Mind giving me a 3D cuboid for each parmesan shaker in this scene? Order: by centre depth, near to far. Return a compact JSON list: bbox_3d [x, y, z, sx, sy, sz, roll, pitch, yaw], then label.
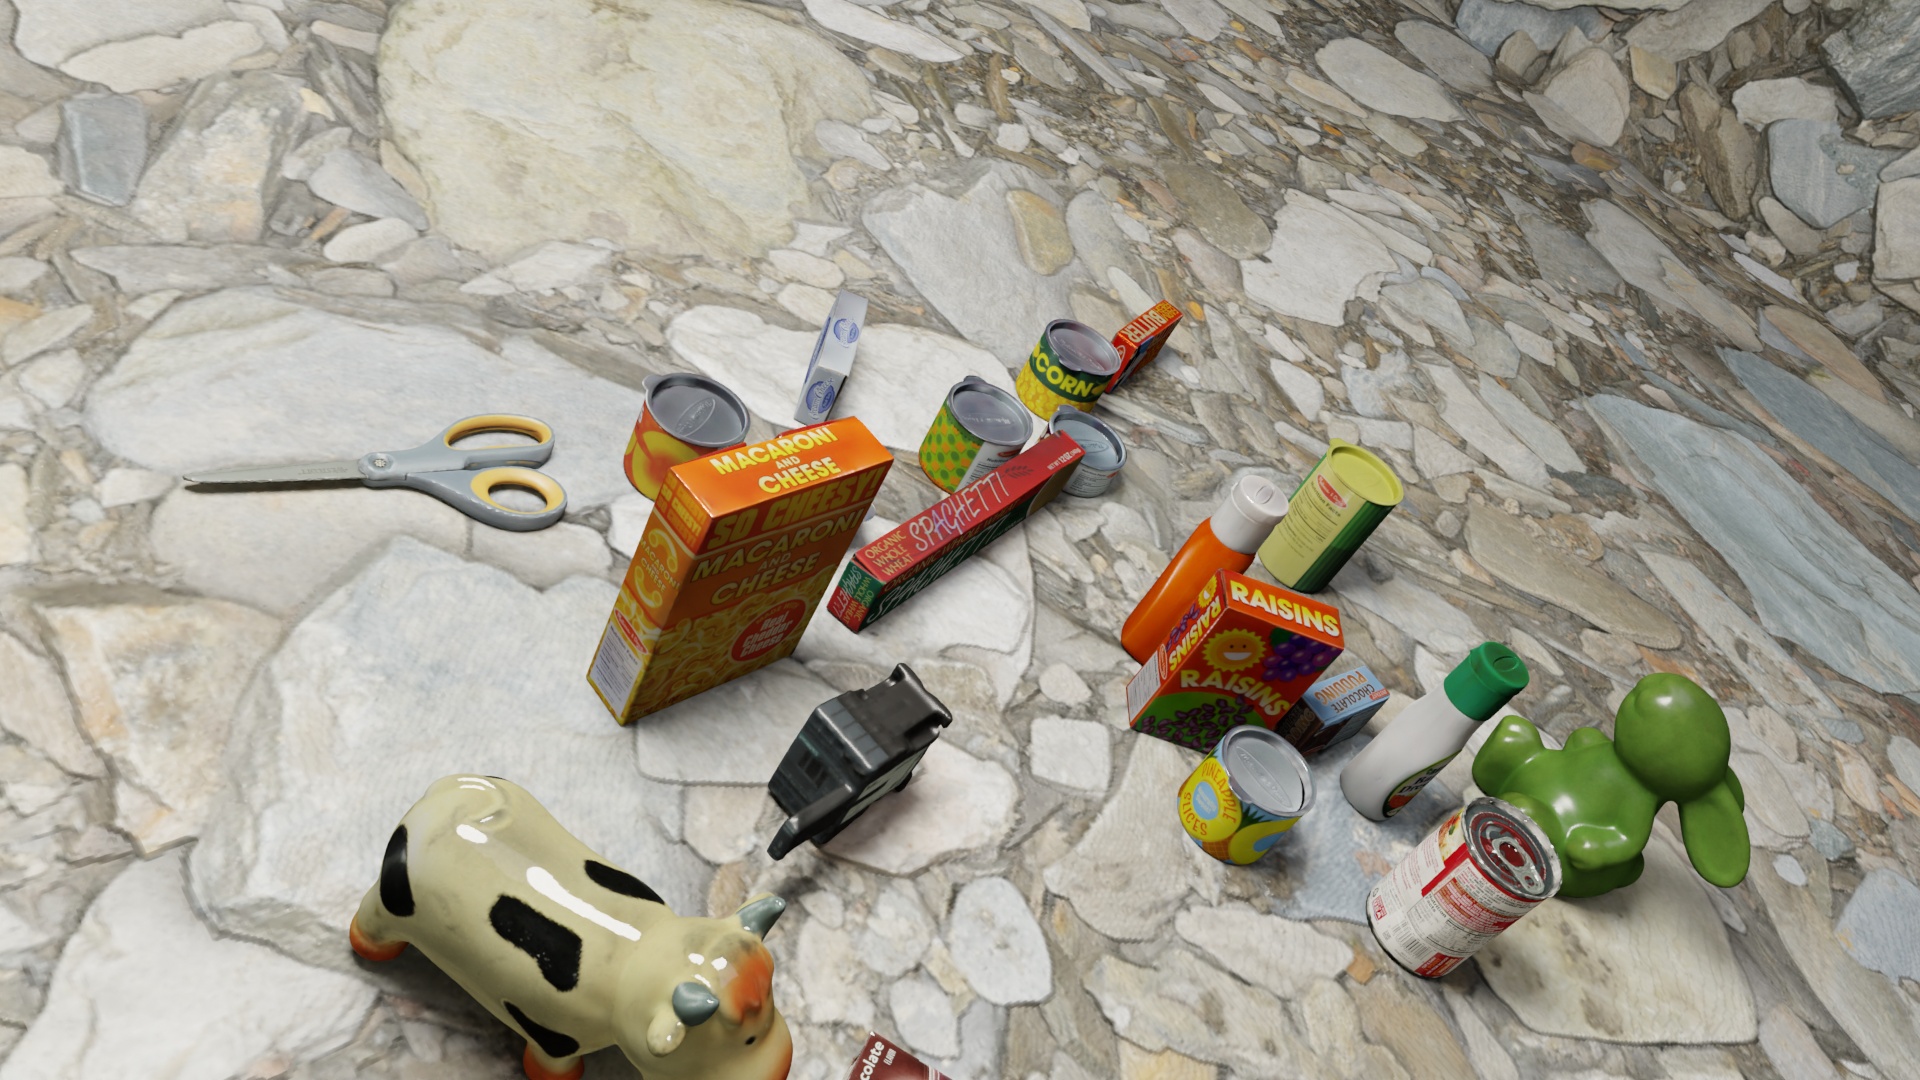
[{"bbox_3d":[0.282,-0.018,1.074,0.071,0.102,0.072,18,40,-16],"label":"parmesan shaker"}]

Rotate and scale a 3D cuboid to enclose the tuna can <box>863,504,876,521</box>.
[{"bbox_3d":[-0.092,-0.024,0.898,0.071,0.032,0.071,18,41,-16],"label":"tuna can"}]

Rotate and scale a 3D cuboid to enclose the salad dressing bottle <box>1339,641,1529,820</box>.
[{"bbox_3d":[0.306,0.124,0.901,0.064,0.146,0.044,-10,54,-39],"label":"salad dressing bottle"}]

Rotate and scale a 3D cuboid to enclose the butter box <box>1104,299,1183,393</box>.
[{"bbox_3d":[0.151,-0.167,1.190,0.024,0.052,0.104,39,39,10],"label":"butter box"}]

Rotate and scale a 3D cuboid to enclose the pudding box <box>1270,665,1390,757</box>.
[{"bbox_3d":[0.250,0.119,0.949,0.084,0.049,0.030,-12,55,-40],"label":"pudding box"}]

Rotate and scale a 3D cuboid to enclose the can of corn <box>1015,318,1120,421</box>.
[{"bbox_3d":[0.084,-0.132,1.106,0.071,0.058,0.071,18,41,-16],"label":"can of corn"}]

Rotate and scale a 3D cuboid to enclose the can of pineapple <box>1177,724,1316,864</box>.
[{"bbox_3d":[0.173,0.157,0.853,0.071,0.057,0.071,18,41,-16],"label":"can of pineapple"}]

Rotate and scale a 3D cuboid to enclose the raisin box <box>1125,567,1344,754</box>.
[{"bbox_3d":[0.172,0.081,0.882,0.086,0.122,0.040,20,40,-13],"label":"raisin box"}]

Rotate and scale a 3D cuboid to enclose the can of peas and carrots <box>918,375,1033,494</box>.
[{"bbox_3d":[0.009,-0.073,0.995,0.071,0.058,0.071,18,41,-16],"label":"can of peas and carrots"}]

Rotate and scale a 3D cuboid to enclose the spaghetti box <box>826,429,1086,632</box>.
[{"bbox_3d":[0.003,-0.012,0.932,0.029,0.050,0.251,42,40,13],"label":"spaghetti box"}]

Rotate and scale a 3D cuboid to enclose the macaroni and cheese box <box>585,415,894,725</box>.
[{"bbox_3d":[-0.118,0.015,0.733,0.124,0.165,0.040,-22,62,-45],"label":"macaroni and cheese box"}]

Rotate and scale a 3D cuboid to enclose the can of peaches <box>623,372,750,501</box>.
[{"bbox_3d":[-0.174,-0.063,0.869,0.071,0.057,0.071,18,41,-16],"label":"can of peaches"}]

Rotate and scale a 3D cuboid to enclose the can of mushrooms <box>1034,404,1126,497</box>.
[{"bbox_3d":[0.090,-0.068,1.061,0.071,0.033,0.071,18,41,-16],"label":"can of mushrooms"}]

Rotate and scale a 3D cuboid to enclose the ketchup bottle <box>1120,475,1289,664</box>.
[{"bbox_3d":[0.162,0.020,0.921,0.043,0.148,0.065,39,39,10],"label":"ketchup bottle"}]

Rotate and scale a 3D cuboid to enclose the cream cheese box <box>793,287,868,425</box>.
[{"bbox_3d":[-0.092,-0.131,0.997,0.024,0.053,0.104,21,40,-12],"label":"cream cheese box"}]
